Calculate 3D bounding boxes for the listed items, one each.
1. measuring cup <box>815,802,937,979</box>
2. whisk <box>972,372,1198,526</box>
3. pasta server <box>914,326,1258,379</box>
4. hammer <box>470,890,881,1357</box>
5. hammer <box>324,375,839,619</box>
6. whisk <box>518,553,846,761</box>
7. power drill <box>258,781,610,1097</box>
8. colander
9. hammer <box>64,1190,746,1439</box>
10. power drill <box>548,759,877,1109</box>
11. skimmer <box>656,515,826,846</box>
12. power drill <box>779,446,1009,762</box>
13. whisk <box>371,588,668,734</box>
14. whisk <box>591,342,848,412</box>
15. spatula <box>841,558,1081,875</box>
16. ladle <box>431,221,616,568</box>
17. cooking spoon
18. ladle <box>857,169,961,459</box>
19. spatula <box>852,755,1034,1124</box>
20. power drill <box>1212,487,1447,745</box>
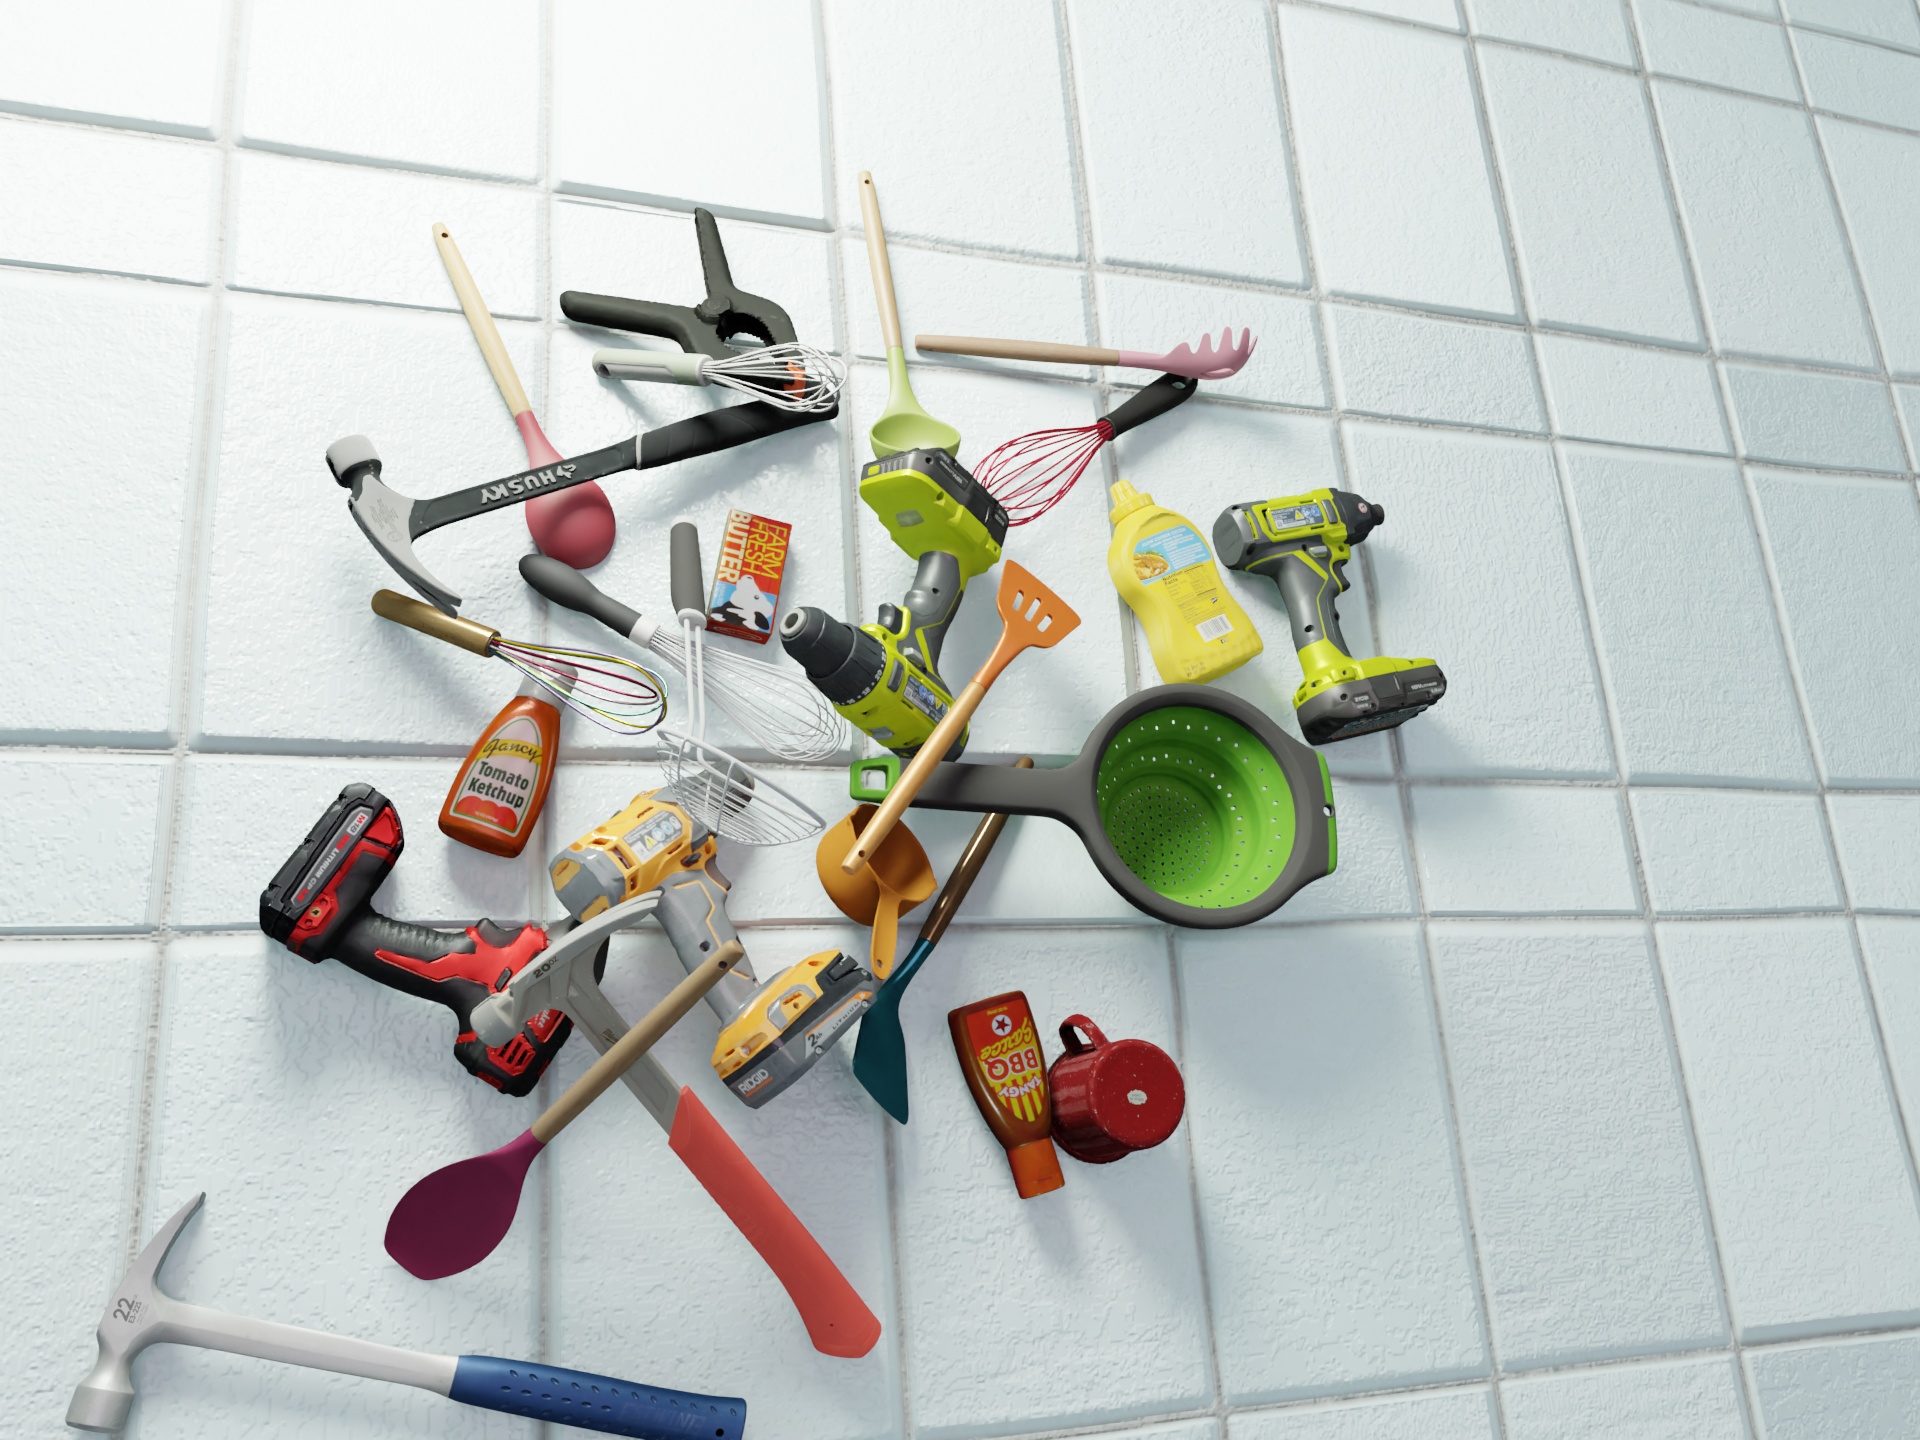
[{"bbox_3d":[-0.069,0.137,1.170,0.095,0.052,0.174,41,28,-24],"label":"measuring cup"},{"bbox_3d":[0.117,-0.252,1.414,0.296,0.073,0.073,-35,86,-32],"label":"whisk"},{"bbox_3d":[0.115,-0.337,1.436,0.316,0.060,0.040,2,80,-10],"label":"pasta server"},{"bbox_3d":[-0.161,0.288,1.073,0.149,0.037,0.359,-35,103,6],"label":"hammer"},{"bbox_3d":[-0.265,-0.200,1.239,0.409,0.036,0.149,-24,79,-33],"label":"hammer"},{"bbox_3d":[-0.215,-0.051,1.224,0.284,0.070,0.070,30,64,-2],"label":"whisk"},{"bbox_3d":[-0.353,0.145,1.095,0.219,0.078,0.143,35,65,-9],"label":"power drill"},{"bbox_3d":[0.100,0.073,1.274,0.397,0.094,0.205,5,67,-14],"label":"colander"},{"bbox_3d":[-0.336,0.415,1.027,0.405,0.035,0.144,17,67,-14],"label":"hammer"},{"bbox_3d":[-0.163,0.141,1.150,0.226,0.084,0.185,49,40,1],"label":"power drill"},{"bbox_3d":[-0.168,-0.049,1.138,0.127,0.090,0.364,38,25,-38],"label":"skimmer"},{"bbox_3d":[-0.050,-0.098,1.250,0.190,0.080,0.229,39,55,-41],"label":"power drill"},{"bbox_3d":[-0.319,-0.052,1.153,0.245,0.047,0.051,20,63,11],"label":"whisk"},{"bbox_3d":[-0.193,-0.272,1.242,0.246,0.057,0.059,11,55,29],"label":"whisk"},{"bbox_3d":[-0.002,-0.004,1.214,0.081,0.041,0.323,39,60,-6],"label":"spatula"},{"bbox_3d":[-0.356,-0.264,1.263,0.069,0.031,0.315,-21,78,-27],"label":"ladle"},{"bbox_3d":[-0.255,0.252,1.031,0.319,0.017,0.068,-43,101,8],"label":"cooking spoon"},{"bbox_3d":[-0.059,-0.352,1.385,0.078,0.062,0.320,-5,71,-15],"label":"ladle"},{"bbox_3d":[-0.006,0.154,1.232,0.082,0.044,0.318,55,53,-37],"label":"spatula"},{"bbox_3d":[0.341,-0.102,1.431,0.171,0.080,0.223,-11,73,-23],"label":"power drill"}]
